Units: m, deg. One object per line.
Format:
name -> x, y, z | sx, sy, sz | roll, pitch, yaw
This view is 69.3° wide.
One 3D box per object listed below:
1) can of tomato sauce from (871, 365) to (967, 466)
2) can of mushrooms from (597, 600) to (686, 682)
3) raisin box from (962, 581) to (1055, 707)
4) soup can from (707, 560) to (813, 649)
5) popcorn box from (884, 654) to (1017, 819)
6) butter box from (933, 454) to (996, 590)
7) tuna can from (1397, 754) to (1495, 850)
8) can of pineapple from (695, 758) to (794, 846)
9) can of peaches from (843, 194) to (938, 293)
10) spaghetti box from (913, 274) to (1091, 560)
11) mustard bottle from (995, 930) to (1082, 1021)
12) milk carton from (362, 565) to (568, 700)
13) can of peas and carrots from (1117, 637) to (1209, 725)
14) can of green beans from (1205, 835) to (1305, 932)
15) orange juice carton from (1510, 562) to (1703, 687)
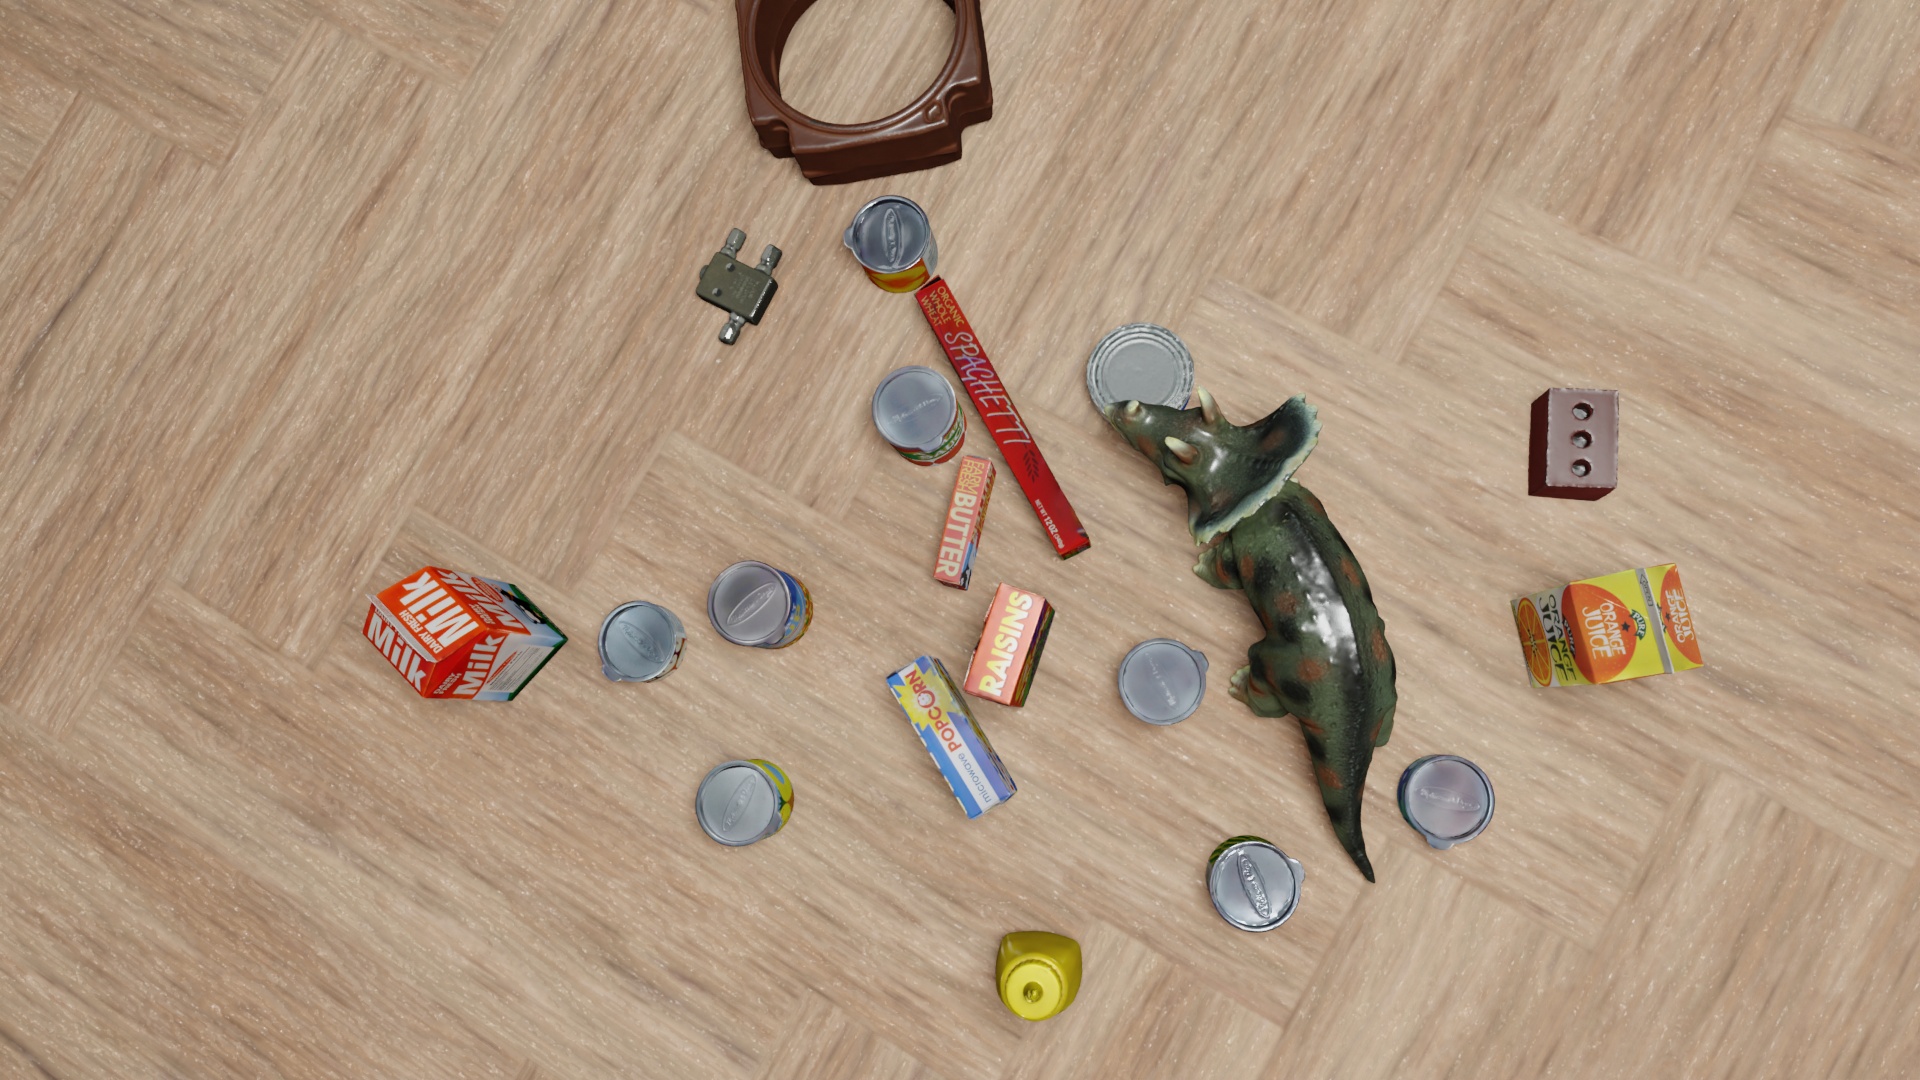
can of tomato sauce -> -0.030, -0.097, 1.112 | 0.071, 0.083, 0.071 | -1, 83, 7
can of mushrooms -> -0.262, 0.085, 1.140 | 0.071, 0.033, 0.071 | -1, 82, 7
raisin box -> 0.039, 0.081, 1.059 | 0.040, 0.123, 0.086 | 19, 85, 9
soup can -> -0.156, 0.055, 1.106 | 0.071, 0.083, 0.071 | -1, 83, 7
popcorn box -> -0.005, 0.151, 1.075 | 0.038, 0.085, 0.127 | -32, 80, 2
butter box -> 0.004, -0.014, 1.112 | 0.024, 0.053, 0.103 | 13, 84, 8
tuna can -> 0.366, 0.197, 1.051 | 0.071, 0.033, 0.071 | -1, 82, 7
can of pineapple -> -0.169, 0.208, 1.100 | 0.071, 0.058, 0.071 | -1, 83, 7
can of peaches -> -0.056, -0.244, 1.147 | 0.071, 0.058, 0.071 | -1, 83, 7
spaghetti box -> 0.034, -0.099, 1.121 | 0.029, 0.050, 0.250 | -29, 80, 3
mustard bottle -> 0.054, 0.317, 1.007 | 0.065, 0.160, 0.049 | 4, 84, 7
milk carton -> -0.388, 0.074, 1.077 | 0.072, 0.190, 0.073 | 43, 90, 10
can of peas and carrots -> 0.157, 0.108, 1.075 | 0.071, 0.058, 0.071 | -1, 83, 7
can of green beans -> 0.220, 0.258, 1.048 | 0.071, 0.058, 0.071 | -1, 83, 7
orange juice carton -> 0.456, 0.062, 0.978 | 0.073, 0.192, 0.072 | -11, 82, 5
